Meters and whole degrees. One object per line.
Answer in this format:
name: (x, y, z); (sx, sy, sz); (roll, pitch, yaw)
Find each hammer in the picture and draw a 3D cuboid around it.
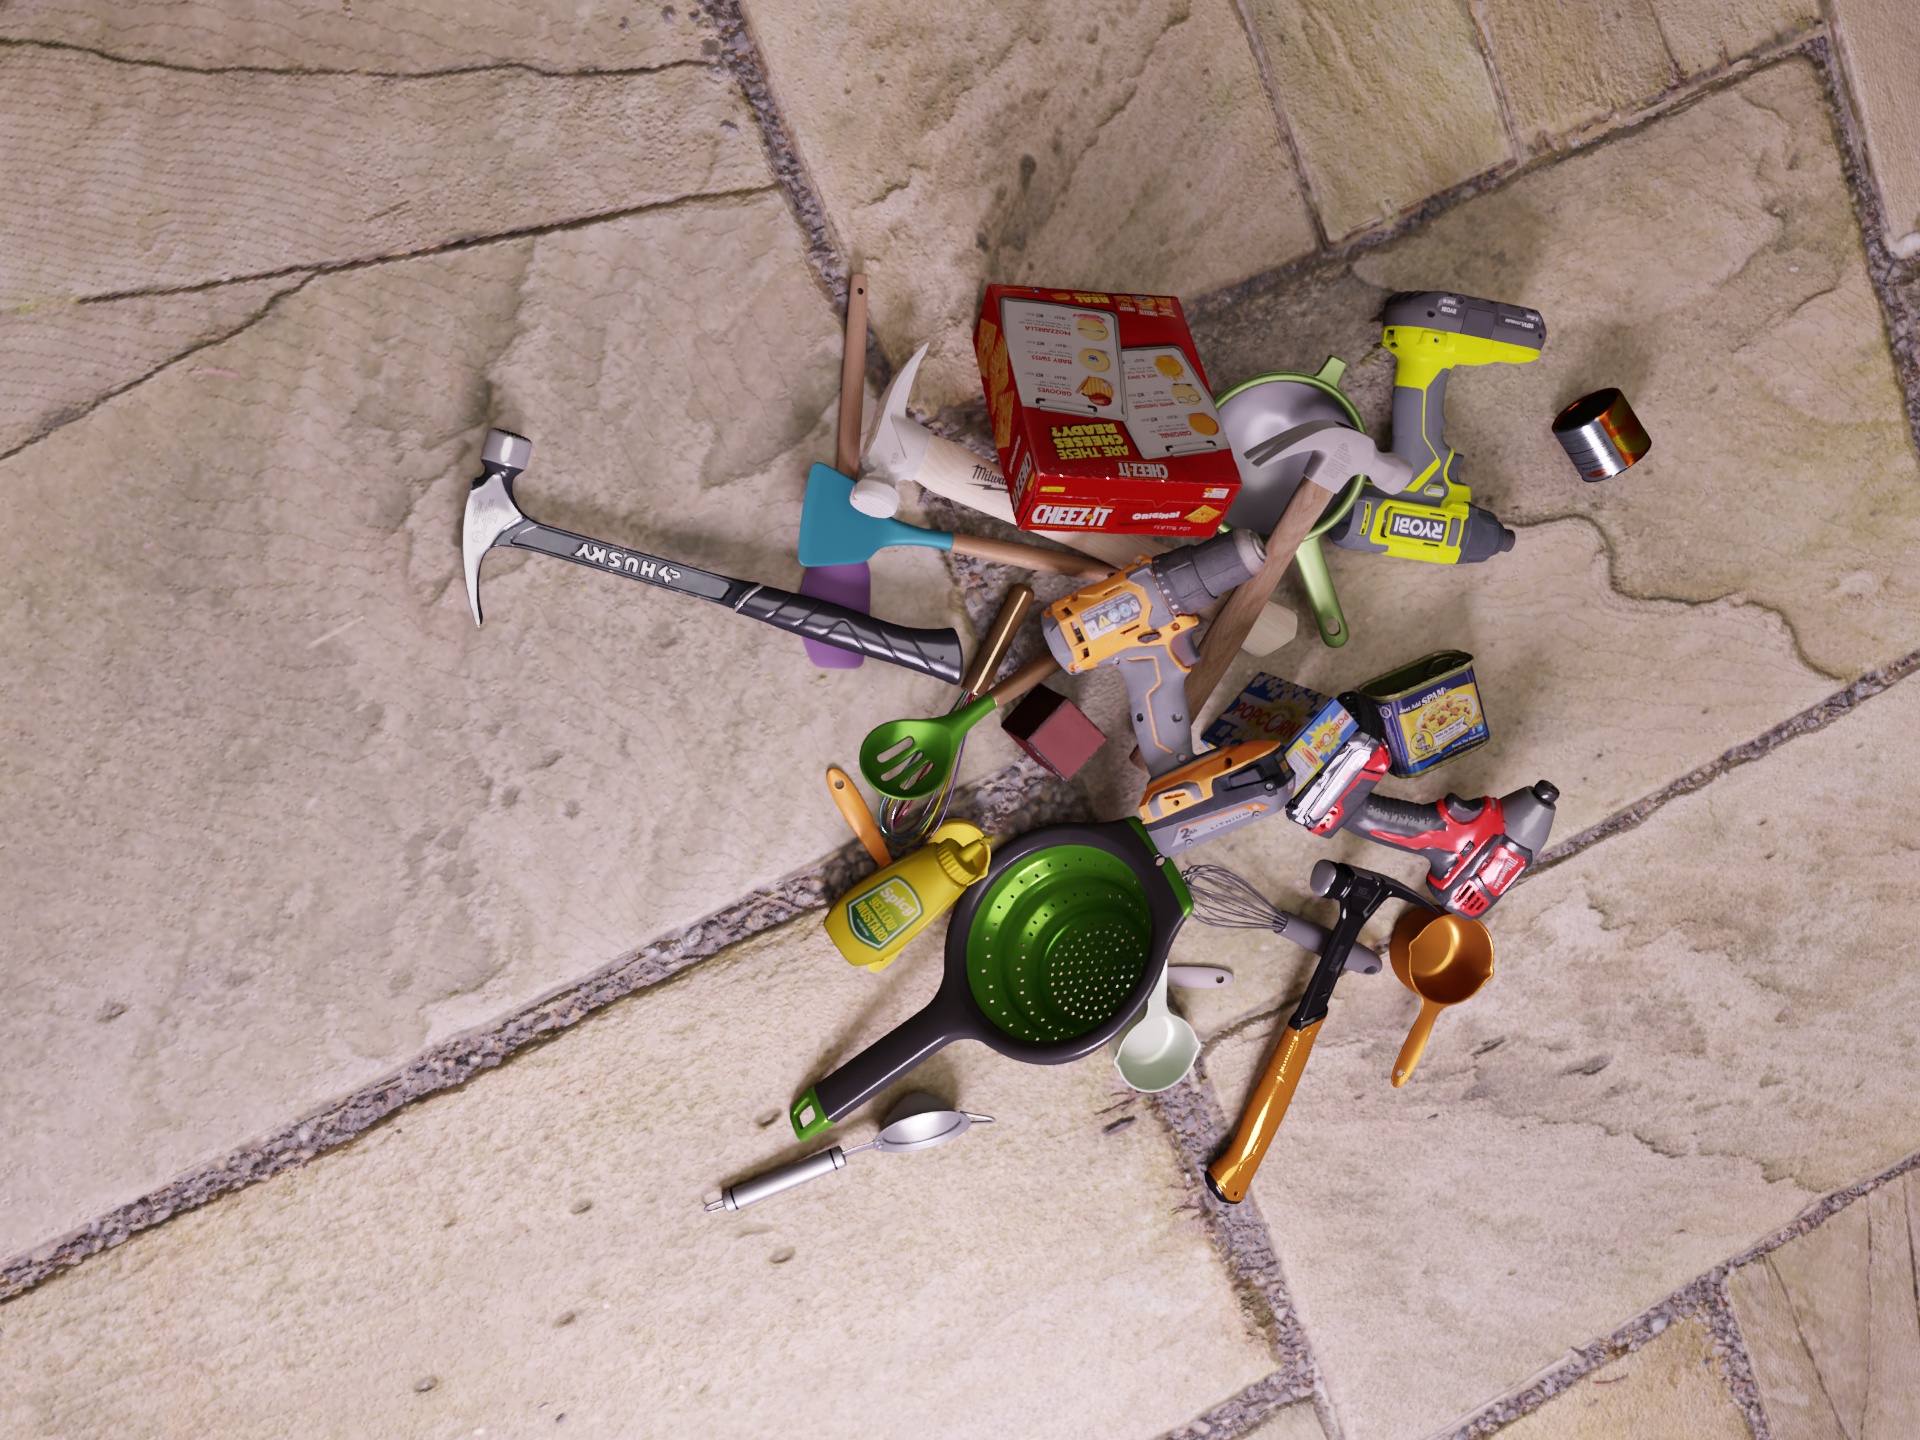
hammer: (0.111, -0.163, 1.319); (0.410, 0.038, 0.146); (23, 71, -20)
hammer: (-0.188, -0.097, 1.255); (0.408, 0.036, 0.149); (16, 96, -14)
hammer: (0.234, -0.097, 1.316); (0.130, 0.031, 0.331); (22, 109, -24)
hammer: (0.310, 0.289, 1.437); (0.127, 0.034, 0.337); (17, 102, -24)

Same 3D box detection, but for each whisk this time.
whisk: (0.288, 0.185, 1.432); (0.238, 0.055, 0.055); (25, 92, -22)
whisk: (-0.004, -0.005, 1.328); (0.051, 0.047, 0.245); (28, 86, -17)

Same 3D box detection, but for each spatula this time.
spatula: (0.019, -0.141, 1.307); (0.317, 0.044, 0.082); (9, 89, -18)
spatula: (-0.094, -0.198, 1.282); (0.059, 0.018, 0.316); (2, 99, -16)

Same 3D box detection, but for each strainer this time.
strainer: (0.283, -0.183, 1.359); (0.151, 0.069, 0.256); (-19, 115, 12)
strainer: (-0.098, 0.369, 1.361); (0.258, 0.050, 0.086); (-21, 147, -6)

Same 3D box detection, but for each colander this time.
colander: (0.031, 0.244, 1.346); (0.397, 0.205, 0.094); (-37, 142, 9)

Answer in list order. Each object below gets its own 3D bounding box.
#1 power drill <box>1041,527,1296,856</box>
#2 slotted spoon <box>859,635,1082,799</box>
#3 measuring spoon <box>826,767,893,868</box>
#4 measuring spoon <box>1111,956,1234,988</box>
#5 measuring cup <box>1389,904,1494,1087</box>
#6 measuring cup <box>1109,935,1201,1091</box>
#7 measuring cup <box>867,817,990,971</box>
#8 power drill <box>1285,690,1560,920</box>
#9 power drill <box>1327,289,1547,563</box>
power drill: (0.188, -0.027, 1.257); (0.185, 0.084, 0.226); (-26, 88, 22)
slotted spoon: (0.046, -0.027, 1.308); (0.314, 0.031, 0.070); (-33, 76, -23)
measuring spoon: (-0.080, 0.090, 1.335); (0.021, 0.011, 0.117); (-31, 105, -8)
measuring spoon: (0.191, 0.231, 1.426); (0.124, 0.018, 0.034); (4, 97, -16)
measuring cup: (0.426, 0.253, 1.476); (0.095, 0.052, 0.173); (20, 95, -17)
measuring cup: (0.167, 0.245, 1.404); (0.083, 0.038, 0.167); (-8, 107, -14)
measuring cup: (-0.032, 0.149, 1.355); (0.062, 0.029, 0.156); (34, 101, -9)
power drill: (0.402, 0.073, 1.381); (0.219, 0.079, 0.143); (28, 119, -9)
power drill: (0.423, -0.250, 1.383); (0.171, 0.080, 0.223); (6, 101, -15)
